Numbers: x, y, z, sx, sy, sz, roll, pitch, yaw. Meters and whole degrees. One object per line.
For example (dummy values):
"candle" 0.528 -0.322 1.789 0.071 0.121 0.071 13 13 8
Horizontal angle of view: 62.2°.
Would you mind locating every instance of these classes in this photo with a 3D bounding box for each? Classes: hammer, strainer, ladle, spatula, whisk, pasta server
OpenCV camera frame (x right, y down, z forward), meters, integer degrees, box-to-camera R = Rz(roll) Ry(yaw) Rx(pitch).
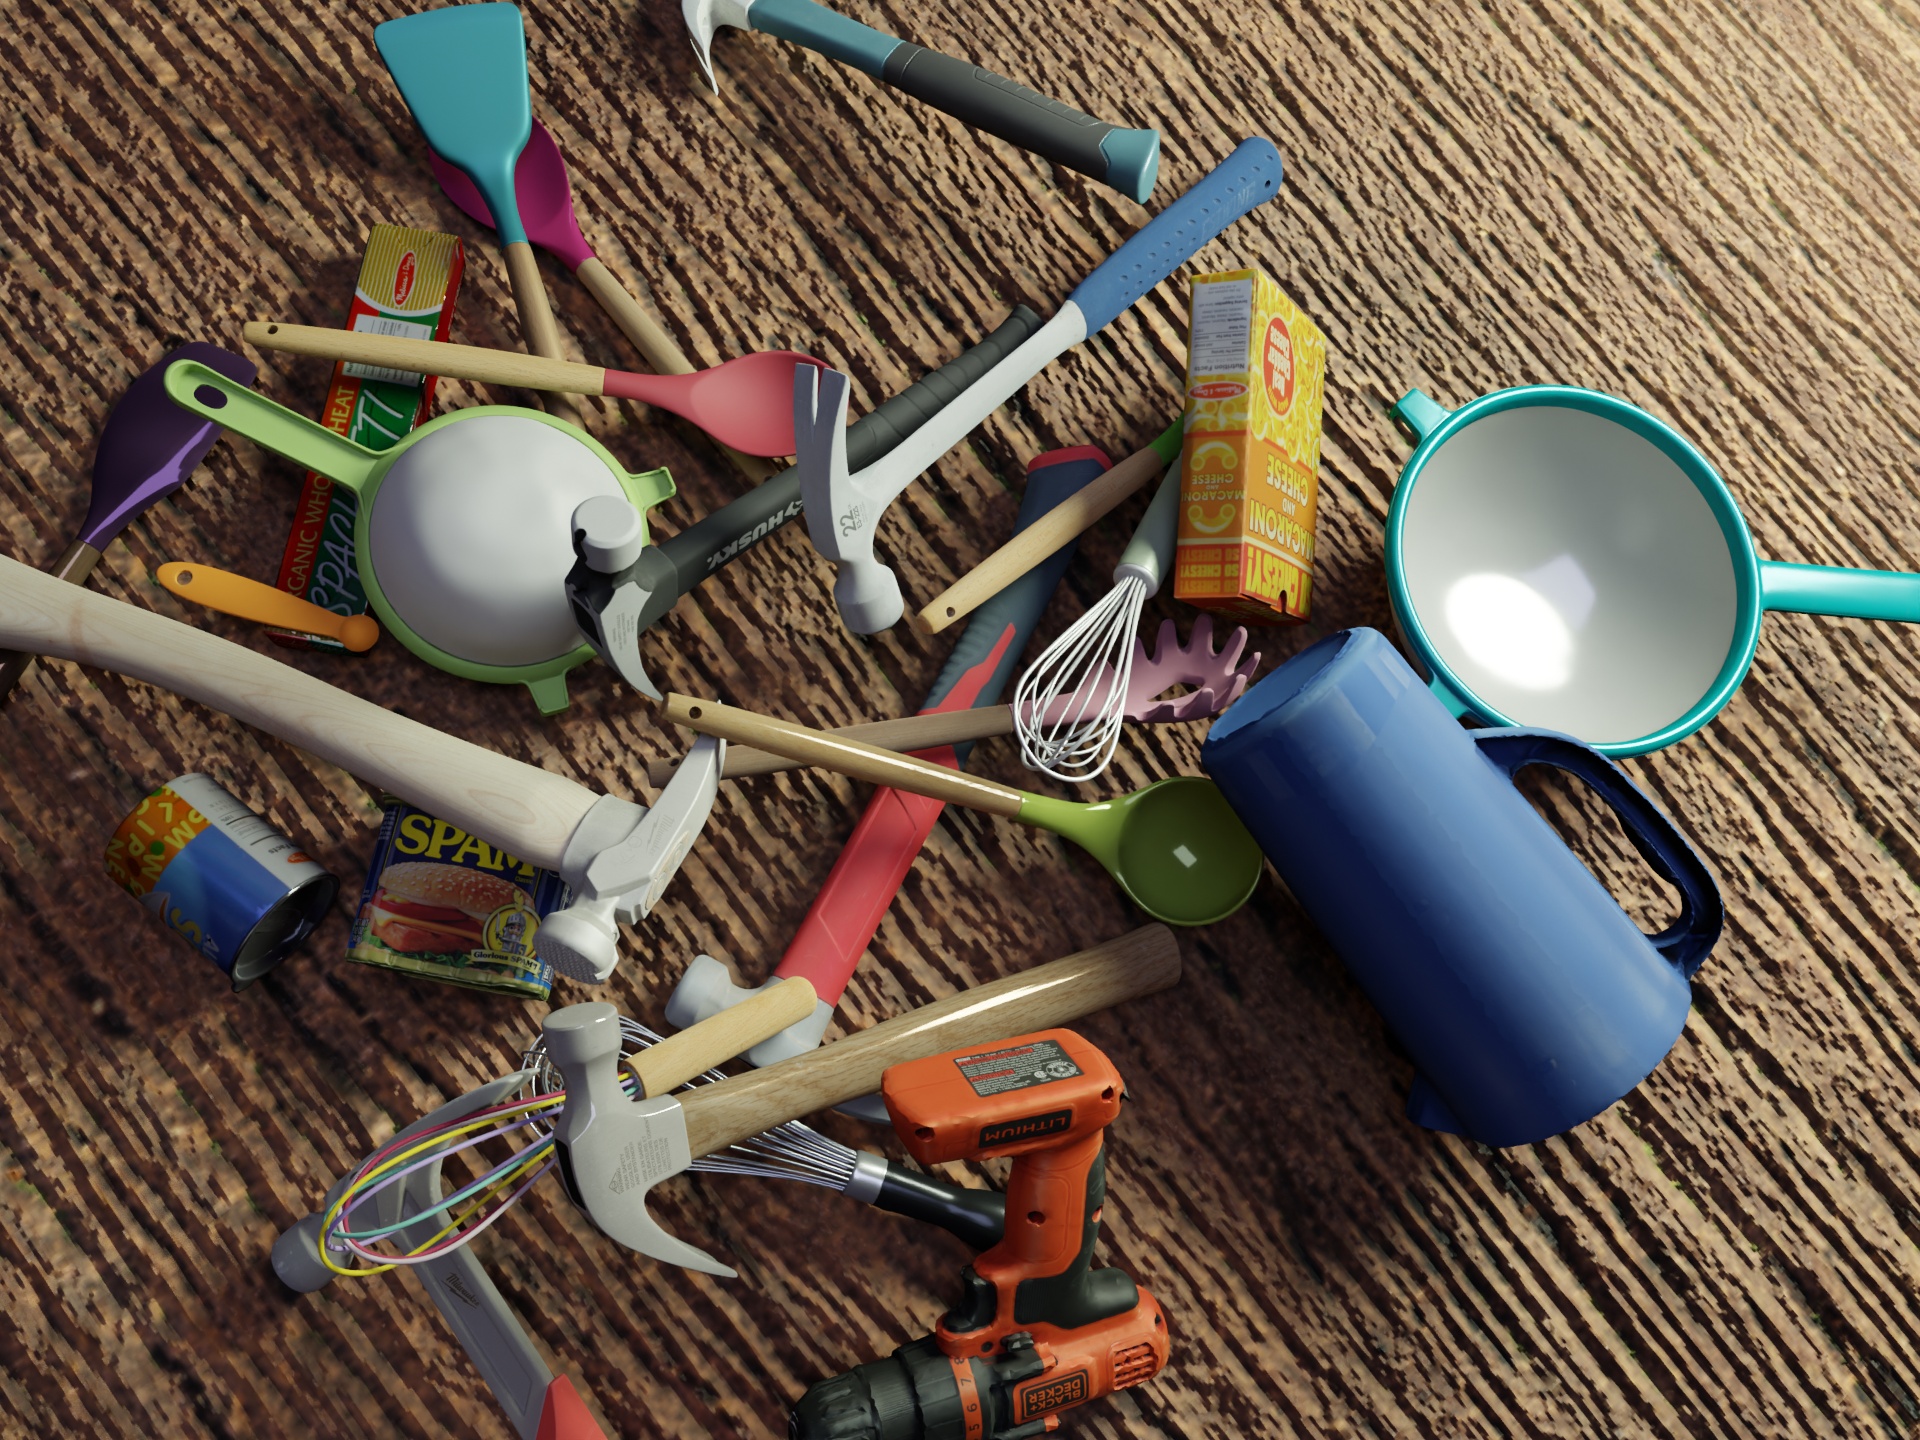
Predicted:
"hammer" 0.002 0.019 0.844 0.143 0.038 0.386 28 71 1
"hammer" 0.056 -0.220 0.879 0.035 0.143 0.405 23 54 35
"hammer" -0.027 0.156 0.742 0.331 0.031 0.130 -13 100 -33
"strainer" 0.384 -0.068 0.893 0.340 0.095 0.211 4 75 -8
"ladle" 0.009 0.035 0.783 0.320 0.062 0.078 17 82 -22
"spatula" -0.468 -0.070 0.822 0.060 0.018 0.316 22 70 5
"whisk" -0.163 0.171 0.695 0.245 0.051 0.047 -22 98 -39
"hammer" -0.068 -0.134 0.854 0.035 0.146 0.335 42 60 18
"spatula" -0.243 -0.244 0.883 0.082 0.044 0.317 -16 81 -14
"hammer" -0.156 0.337 0.705 0.149 0.036 0.359 -37 83 8
"hammer" -0.317 -0.013 0.768 0.411 0.038 0.146 21 57 10
"strainer" -0.277 -0.121 0.802 0.256 0.069 0.151 27 74 -13
"hammer" -0.025 -0.381 0.930 0.331 0.033 0.128 30 71 19
"whisk" 0.087 -0.065 0.812 0.059 0.058 0.246 39 54 -13
"whisk" -0.076 0.210 0.767 0.284 0.070 0.070 22 71 -6
"pasta server" -0.001 -0.003 0.811 0.316 0.040 0.060 -9 43 -10
"ladle" -0.218 -0.185 0.855 0.315 0.031 0.069 6 66 -11

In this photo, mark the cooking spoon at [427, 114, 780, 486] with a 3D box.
"cooking spoon" -0.199 -0.241 0.911 0.069 0.017 0.319 -40 81 -3

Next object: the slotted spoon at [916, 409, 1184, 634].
"slotted spoon" 0.088 -0.134 0.876 0.314 0.031 0.070 -39 115 -29

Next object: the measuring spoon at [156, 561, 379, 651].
"measuring spoon" -0.352 -0.060 0.805 0.117 0.011 0.021 17 72 0
